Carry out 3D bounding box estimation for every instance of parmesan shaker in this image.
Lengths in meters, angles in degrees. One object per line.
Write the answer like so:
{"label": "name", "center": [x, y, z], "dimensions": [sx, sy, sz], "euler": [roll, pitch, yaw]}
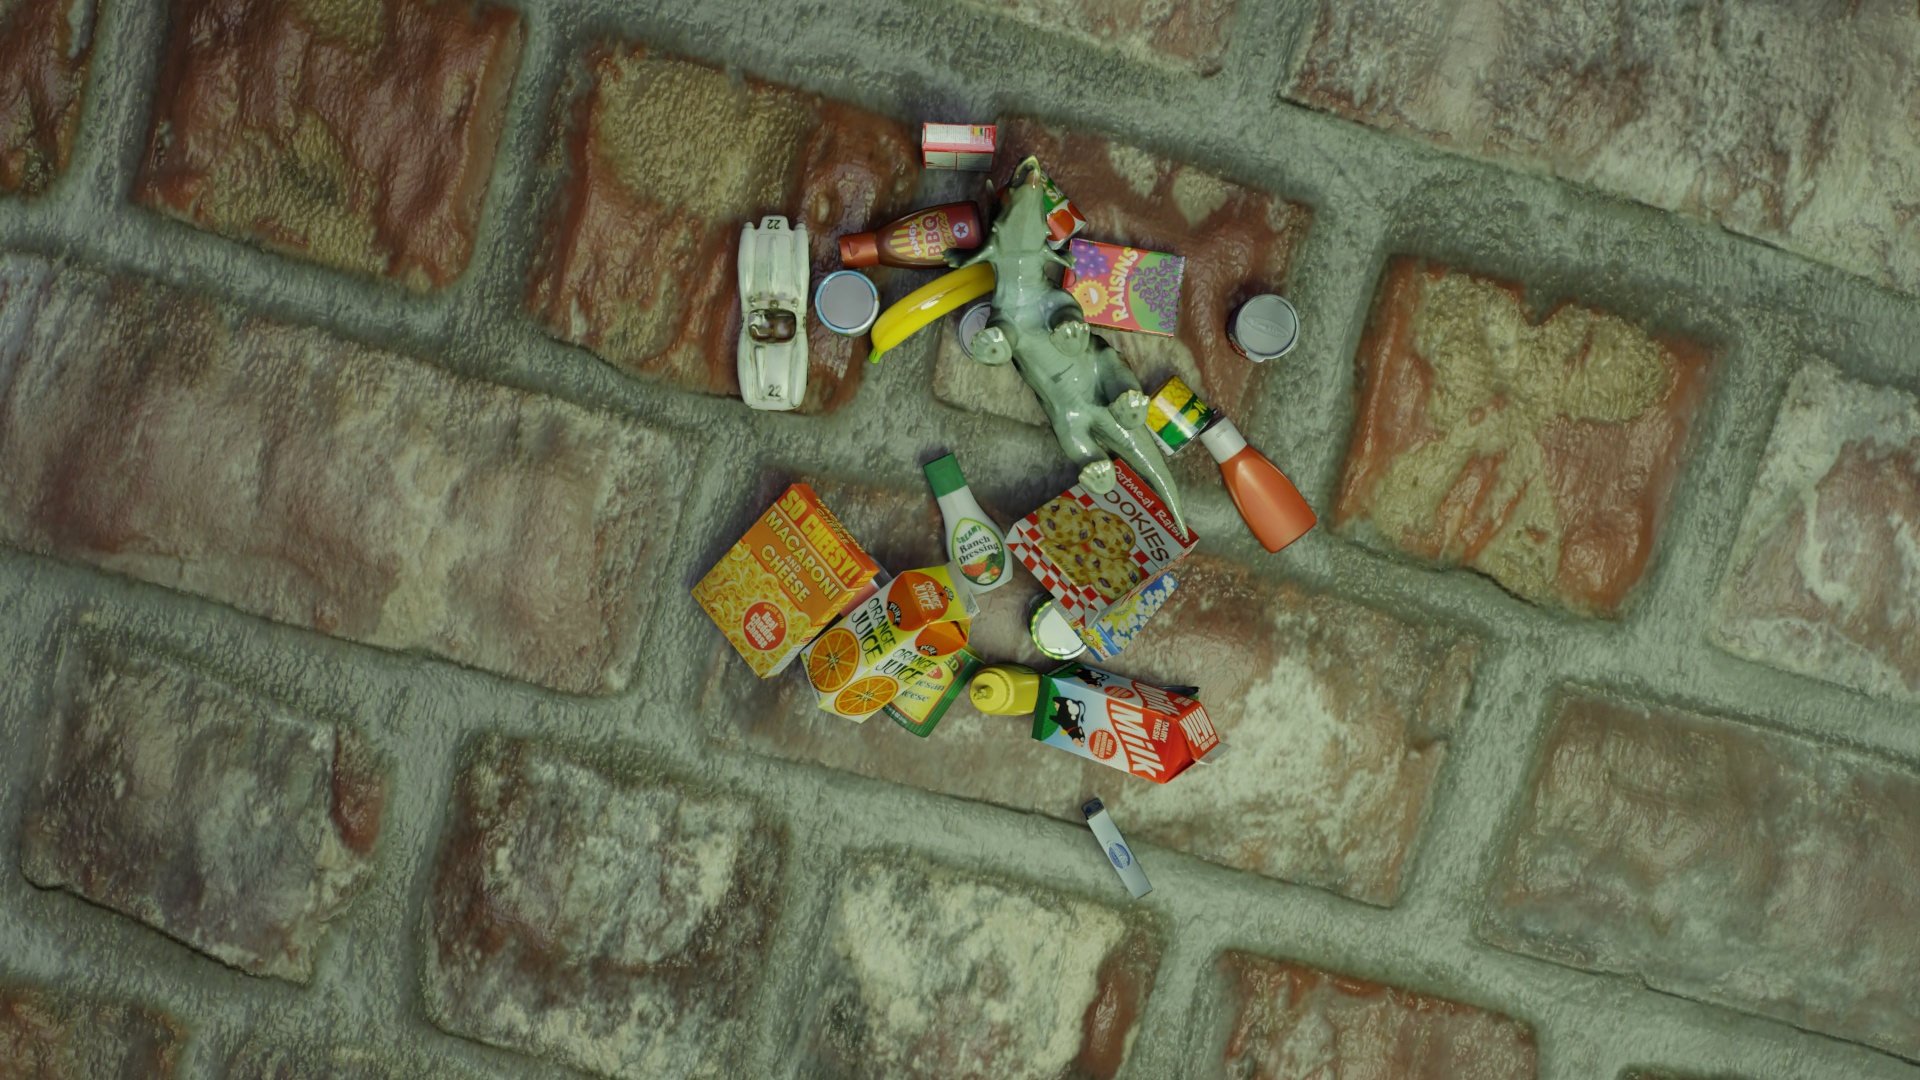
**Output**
{"label": "parmesan shaker", "center": [-0.029, 0.149, 1.461], "dimensions": [0.071, 0.071, 0.103], "euler": [35, 93, -3]}

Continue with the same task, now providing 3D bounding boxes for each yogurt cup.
{"label": "yogurt cup", "center": [-0.102, 0.055, 1.457], "dimensions": [0.054, 0.072, 0.072], "euler": [-39, 94, 10]}

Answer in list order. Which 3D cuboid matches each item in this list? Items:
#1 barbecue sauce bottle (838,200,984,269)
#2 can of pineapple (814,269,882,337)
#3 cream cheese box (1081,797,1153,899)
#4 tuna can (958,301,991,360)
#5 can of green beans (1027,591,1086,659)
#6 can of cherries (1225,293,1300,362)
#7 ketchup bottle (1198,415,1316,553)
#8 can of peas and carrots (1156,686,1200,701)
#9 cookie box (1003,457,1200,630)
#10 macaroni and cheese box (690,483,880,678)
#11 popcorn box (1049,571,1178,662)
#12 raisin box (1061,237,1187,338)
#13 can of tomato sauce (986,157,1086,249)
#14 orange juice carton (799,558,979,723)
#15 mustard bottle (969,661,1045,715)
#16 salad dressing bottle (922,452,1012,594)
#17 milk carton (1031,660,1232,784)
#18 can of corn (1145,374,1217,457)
{"label": "barbecue sauce bottle", "center": [-0.050, -0.310, 1.442], "dimensions": [0.149, 0.044, 0.064], "euler": [-9, 95, 0]}
{"label": "can of pineapple", "center": [-0.117, -0.246, 1.438], "dimensions": [0.071, 0.058, 0.071], "euler": [0, 94, 0]}
{"label": "cream cheese box", "center": [0.167, 0.328, 1.483], "dimensions": [0.024, 0.053, 0.103], "euler": [-31, 94, 0]}
{"label": "tuna can", "center": [0.033, -0.218, 1.454], "dimensions": [0.071, 0.033, 0.071], "euler": [0, 94, -1]}
{"label": "can of green beans", "center": [0.105, 0.089, 1.463], "dimensions": [0.071, 0.058, 0.071], "euler": [0, 94, 0]}
{"label": "can of cherries", "center": [0.311, -0.218, 1.444], "dimensions": [0.071, 0.058, 0.071], "euler": [0, 95, -1]}
{"label": "ketchup bottle", "center": [0.308, -0.062, 1.462], "dimensions": [0.065, 0.043, 0.148], "euler": [-37, 93, 1]}
{"label": "can of peas and carrots", "center": [0.223, 0.189, 1.469], "dimensions": [0.071, 0.071, 0.058], "euler": [-5, 95, 0]}
{"label": "cookie box", "center": [0.145, 0.001, 1.405], "dimensions": [0.168, 0.040, 0.123], "euler": [-32, 71, -36]}
{"label": "macaroni and cheese box", "center": [-0.181, 0.041, 1.434], "dimensions": [0.166, 0.040, 0.124], "euler": [-45, 76, 16]}
{"label": "popcorn box", "center": [0.159, 0.054, 1.436], "dimensions": [0.085, 0.038, 0.127], "euler": [50, 50, -3]}
{"label": "raisin box", "center": [0.167, -0.262, 1.449], "dimensions": [0.123, 0.040, 0.086], "euler": [9, 95, -1]}
{"label": "can of tomato sauce", "center": [0.080, -0.339, 1.429], "dimensions": [0.071, 0.071, 0.083], "euler": [-41, 94, 2]}
{"label": "orange juice carton", "center": [-0.065, 0.099, 1.415], "dimensions": [0.192, 0.073, 0.072], "euler": [-38, 52, 18]}
{"label": "mustard bottle", "center": [0.043, 0.152, 1.414], "dimensions": [0.065, 0.160, 0.049], "euler": [13, 91, 18]}
{"label": "salad dressing bottle", "center": [0.005, -0.018, 1.462], "dimensions": [0.064, 0.044, 0.147], "euler": [-24, 94, 2]}
{"label": "milk carton", "center": [0.176, 0.189, 1.411], "dimensions": [0.191, 0.072, 0.073], "euler": [16, 106, 26]}
{"label": "can of corn", "center": [0.222, -0.132, 1.445], "dimensions": [0.058, 0.071, 0.071], "euler": [45, 93, -3]}
